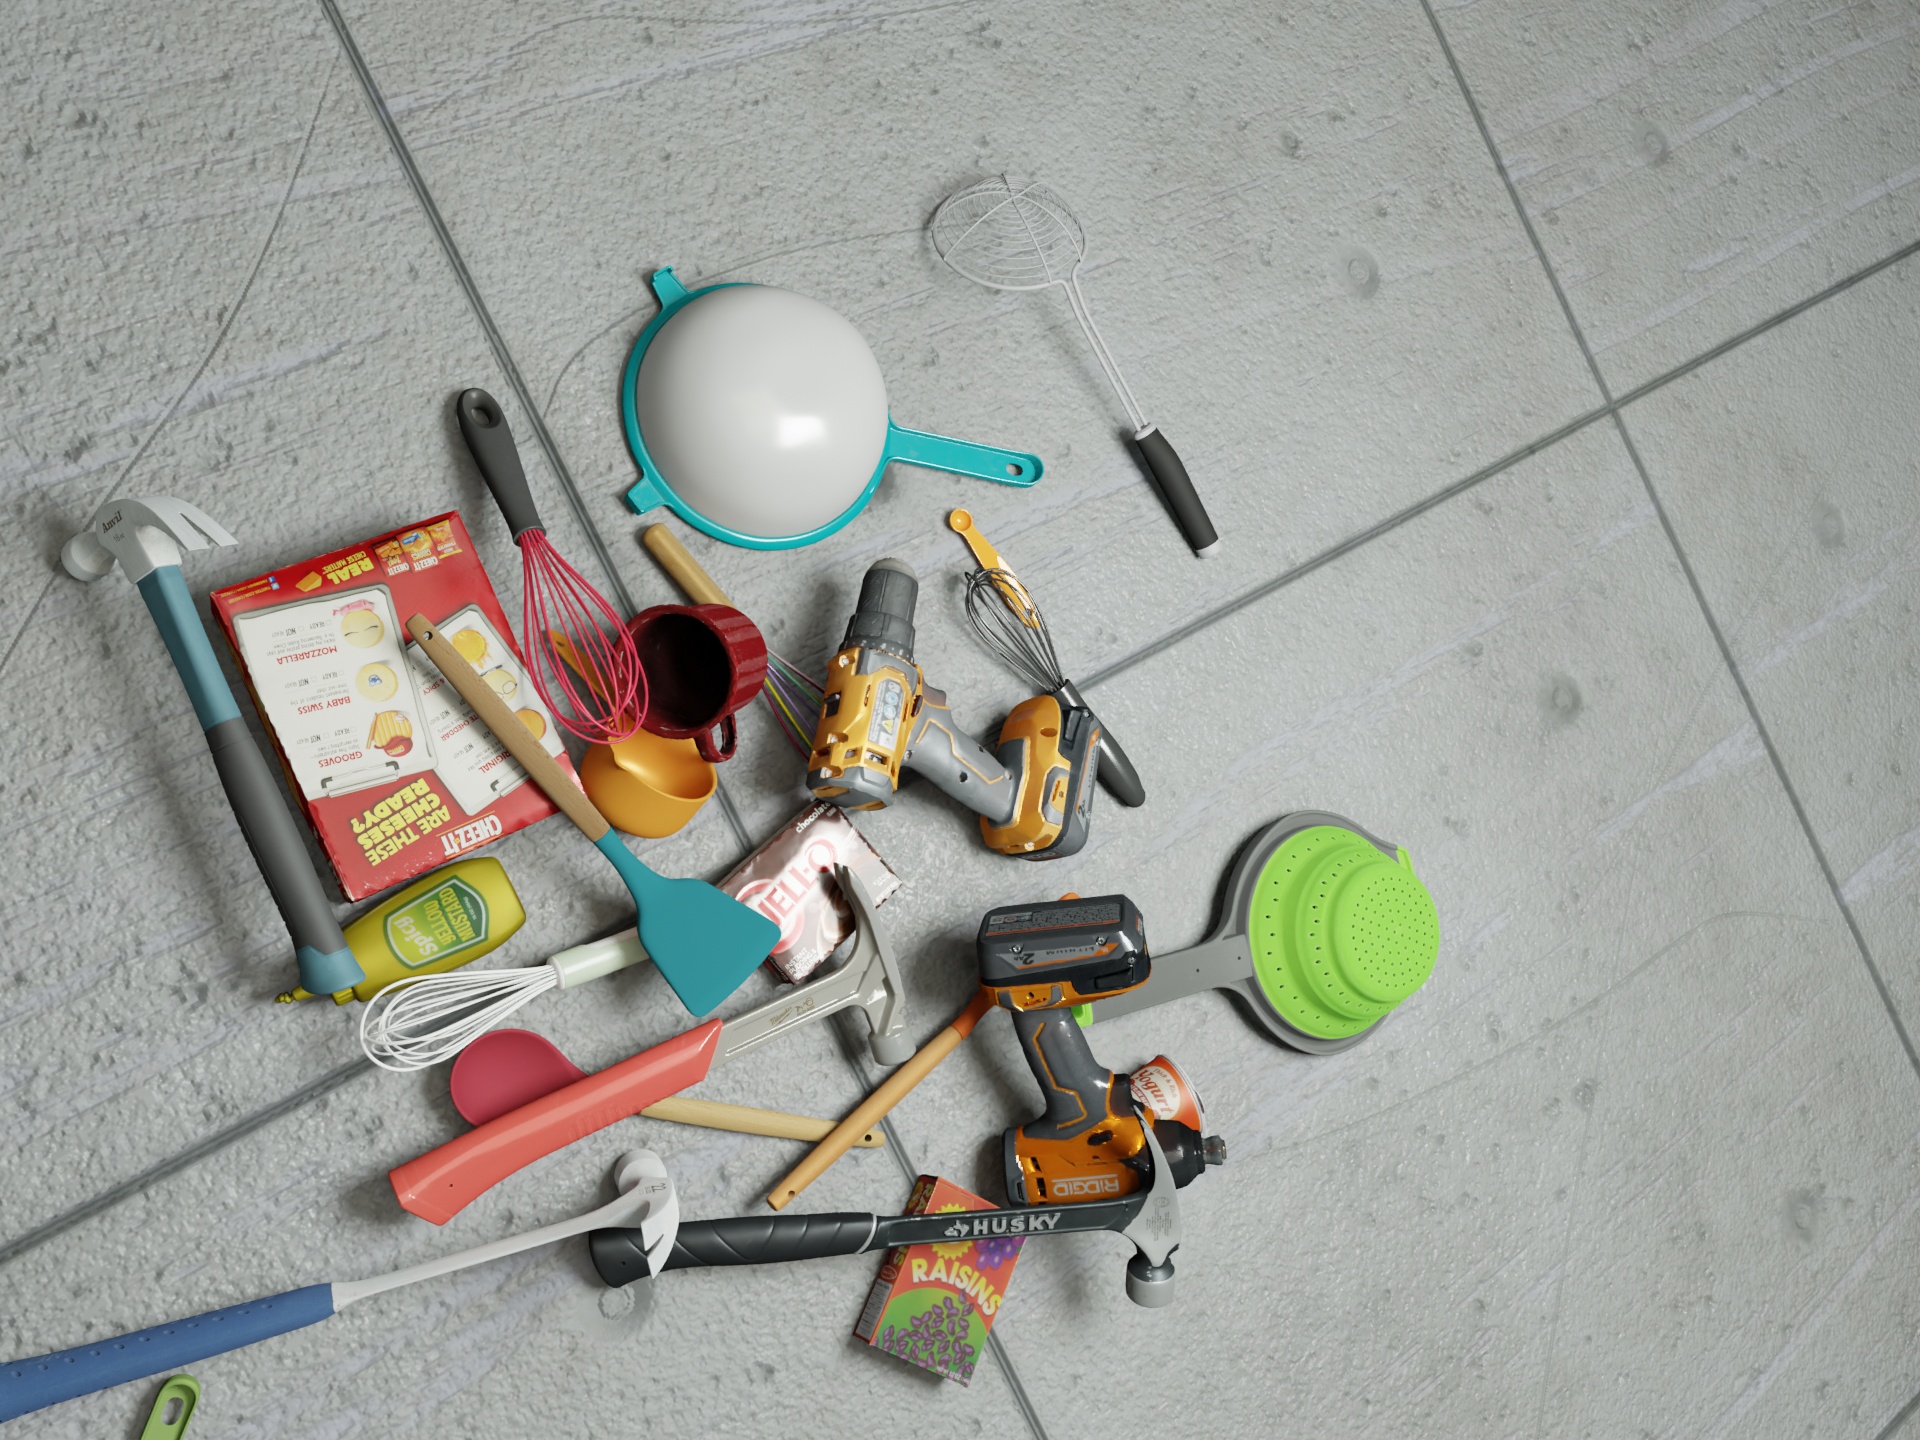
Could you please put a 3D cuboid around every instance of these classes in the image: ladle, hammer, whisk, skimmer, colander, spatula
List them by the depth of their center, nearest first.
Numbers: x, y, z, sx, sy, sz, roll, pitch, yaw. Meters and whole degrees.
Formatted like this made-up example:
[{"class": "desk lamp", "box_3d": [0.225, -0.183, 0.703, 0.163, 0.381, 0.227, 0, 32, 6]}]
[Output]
[{"class": "hammer", "box_3d": [-0.371, 0.350, 0.970, 0.405, 0.144, 0.035, -12, 96, -18]}, {"class": "hammer", "box_3d": [-0.448, 0.016, 0.978, 0.033, 0.128, 0.331, -24, 91, -57]}, {"class": "spatula", "box_3d": [-0.246, 0.055, 1.033, 0.082, 0.044, 0.317, -45, 110, -20]}, {"class": "whisk", "box_3d": [-0.278, 0.171, 1.062, 0.246, 0.058, 0.059, -18, 101, -36]}, {"class": "hammer", "box_3d": [-0.204, 0.227, 1.066, 0.359, 0.037, 0.149, -22, 100, -24]}, {"class": "whisk", "box_3d": [-0.285, -0.109, 1.077, 0.073, 0.073, 0.296, -17, 68, -25]}, {"class": "hammer", "box_3d": [-0.046, 0.348, 1.094, 0.409, 0.036, 0.149, -1, 108, -9]}, {"class": "ladle", "box_3d": [-0.196, 0.269, 1.104, 0.315, 0.031, 0.069, 15, 79, -23]}, {"class": "spatula", "box_3d": [-0.015, 0.247, 1.170, 0.322, 0.041, 0.081, -39, 116, -29]}, {"class": "whisk", "box_3d": [-0.148, -0.048, 1.173, 0.047, 0.051, 0.245, -42, 94, -28]}, {"class": "colander", "box_3d": [0.251, 0.185, 1.261, 0.397, 0.094, 0.204, -10, 89, -29]}, {"class": "whisk", "box_3d": [0.077, -0.025, 1.266, 0.055, 0.055, 0.239, -42, 104, -24]}, {"class": "skimmer", "box_3d": [0.107, -0.290, 1.330, 0.127, 0.090, 0.363, -41, 109, -27]}]

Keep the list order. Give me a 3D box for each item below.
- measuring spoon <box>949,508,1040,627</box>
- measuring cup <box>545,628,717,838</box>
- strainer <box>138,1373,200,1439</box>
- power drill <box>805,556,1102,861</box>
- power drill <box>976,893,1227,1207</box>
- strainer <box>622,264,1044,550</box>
[{"class": "measuring spoon", "box_3d": [0.028, -0.121, 1.279, 0.021, 0.011, 0.117, -42, 102, -22]}, {"class": "measuring cup", "box_3d": [-0.247, 0.011, 1.112, 0.174, 0.052, 0.095, 46, 24, 16]}, {"class": "strainer", "box_3d": [-0.496, 0.511, 0.907, 0.151, 0.069, 0.256, 23, 74, -19]}, {"class": "power drill", "box_3d": [-0.002, -0.004, 1.181, 0.226, 0.084, 0.185, 22, 67, -33]}, {"class": "power drill", "box_3d": [0.100, 0.245, 1.149, 0.164, 0.084, 0.226, -7, 105, 9]}, {"class": "strainer", "box_3d": [-0.078, -0.230, 1.201, 0.340, 0.095, 0.211, 9, 78, -21]}]
